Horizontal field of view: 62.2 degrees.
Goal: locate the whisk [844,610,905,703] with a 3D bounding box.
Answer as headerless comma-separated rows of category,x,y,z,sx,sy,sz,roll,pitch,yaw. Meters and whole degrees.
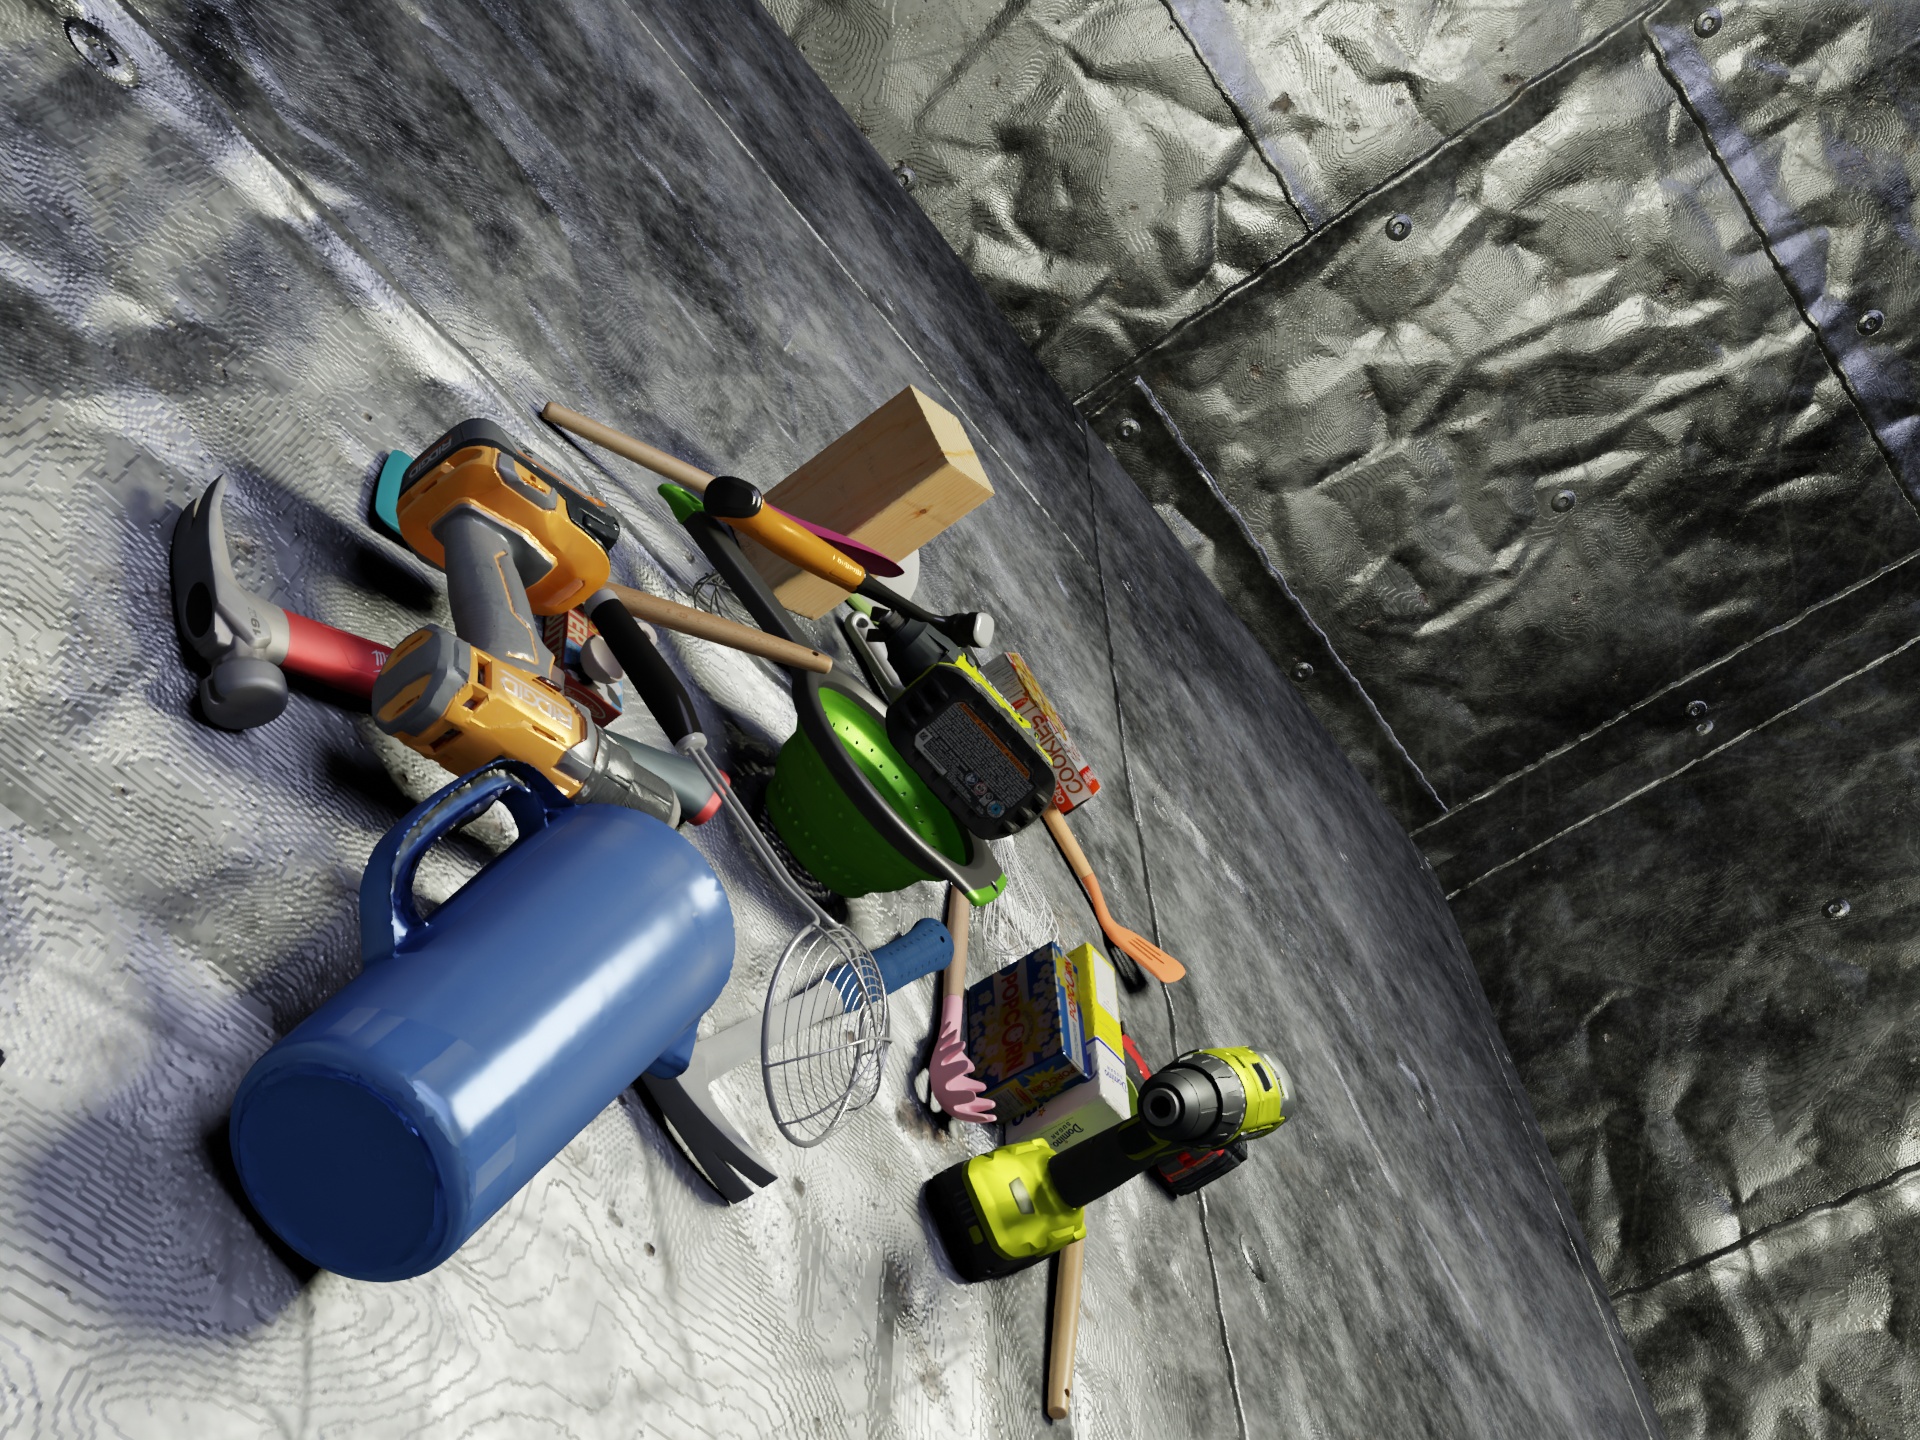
whisk,-0.039,-0.001,1.463,0.058,0.059,0.246,-24,72,-27

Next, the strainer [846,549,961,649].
strainer,-0.053,-0.145,1.619,0.256,0.069,0.152,39,25,-37

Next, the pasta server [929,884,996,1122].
pasta server,0.002,0.202,1.250,0.316,0.040,0.060,-86,154,-62

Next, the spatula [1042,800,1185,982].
spatula,0.127,0.136,1.650,0.323,0.041,0.081,60,20,12

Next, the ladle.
ladle,0.093,0.373,1.172,0.078,0.062,0.320,48,23,-16

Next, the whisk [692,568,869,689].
whisk,-0.141,-0.060,1.320,0.238,0.055,0.055,40,25,-50

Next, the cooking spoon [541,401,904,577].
cooking spoon,-0.185,-0.181,1.281,0.318,0.069,0.017,23,77,-24

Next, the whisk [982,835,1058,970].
whisk,0.040,0.131,1.439,0.070,0.070,0.285,46,17,-28

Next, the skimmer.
skimmer,-0.153,0.079,0.961,0.363,0.090,0.127,54,13,19

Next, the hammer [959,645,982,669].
hammer,-0.003,-0.027,1.517,0.146,0.035,0.334,60,8,13

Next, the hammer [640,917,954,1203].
hammer,-0.089,0.191,1.051,0.144,0.035,0.405,59,19,8

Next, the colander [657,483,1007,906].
colander,-0.126,-0.001,1.185,0.397,0.094,0.204,52,12,7

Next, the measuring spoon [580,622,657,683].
measuring spoon,-0.227,-0.046,1.059,0.034,0.018,0.124,58,12,-8

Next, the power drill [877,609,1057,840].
power drill,-0.002,-0.004,1.251,0.171,0.080,0.223,47,7,-13

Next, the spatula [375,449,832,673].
spatula,-0.227,-0.090,1.049,0.317,0.044,0.082,18,33,-22

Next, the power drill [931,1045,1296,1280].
power drill,0.099,0.286,1.055,0.190,0.228,0.080,18,42,-61

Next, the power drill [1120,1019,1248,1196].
power drill,0.154,0.304,1.403,0.219,0.078,0.143,45,22,-22

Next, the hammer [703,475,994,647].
hammer,-0.103,-0.123,1.298,0.336,0.127,0.034,28,70,-57

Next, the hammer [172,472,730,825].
hammer,-0.274,-0.015,0.931,0.386,0.038,0.143,27,33,-55

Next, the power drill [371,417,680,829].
power drill,-0.235,-0.041,0.893,0.185,0.084,0.226,38,28,-43
